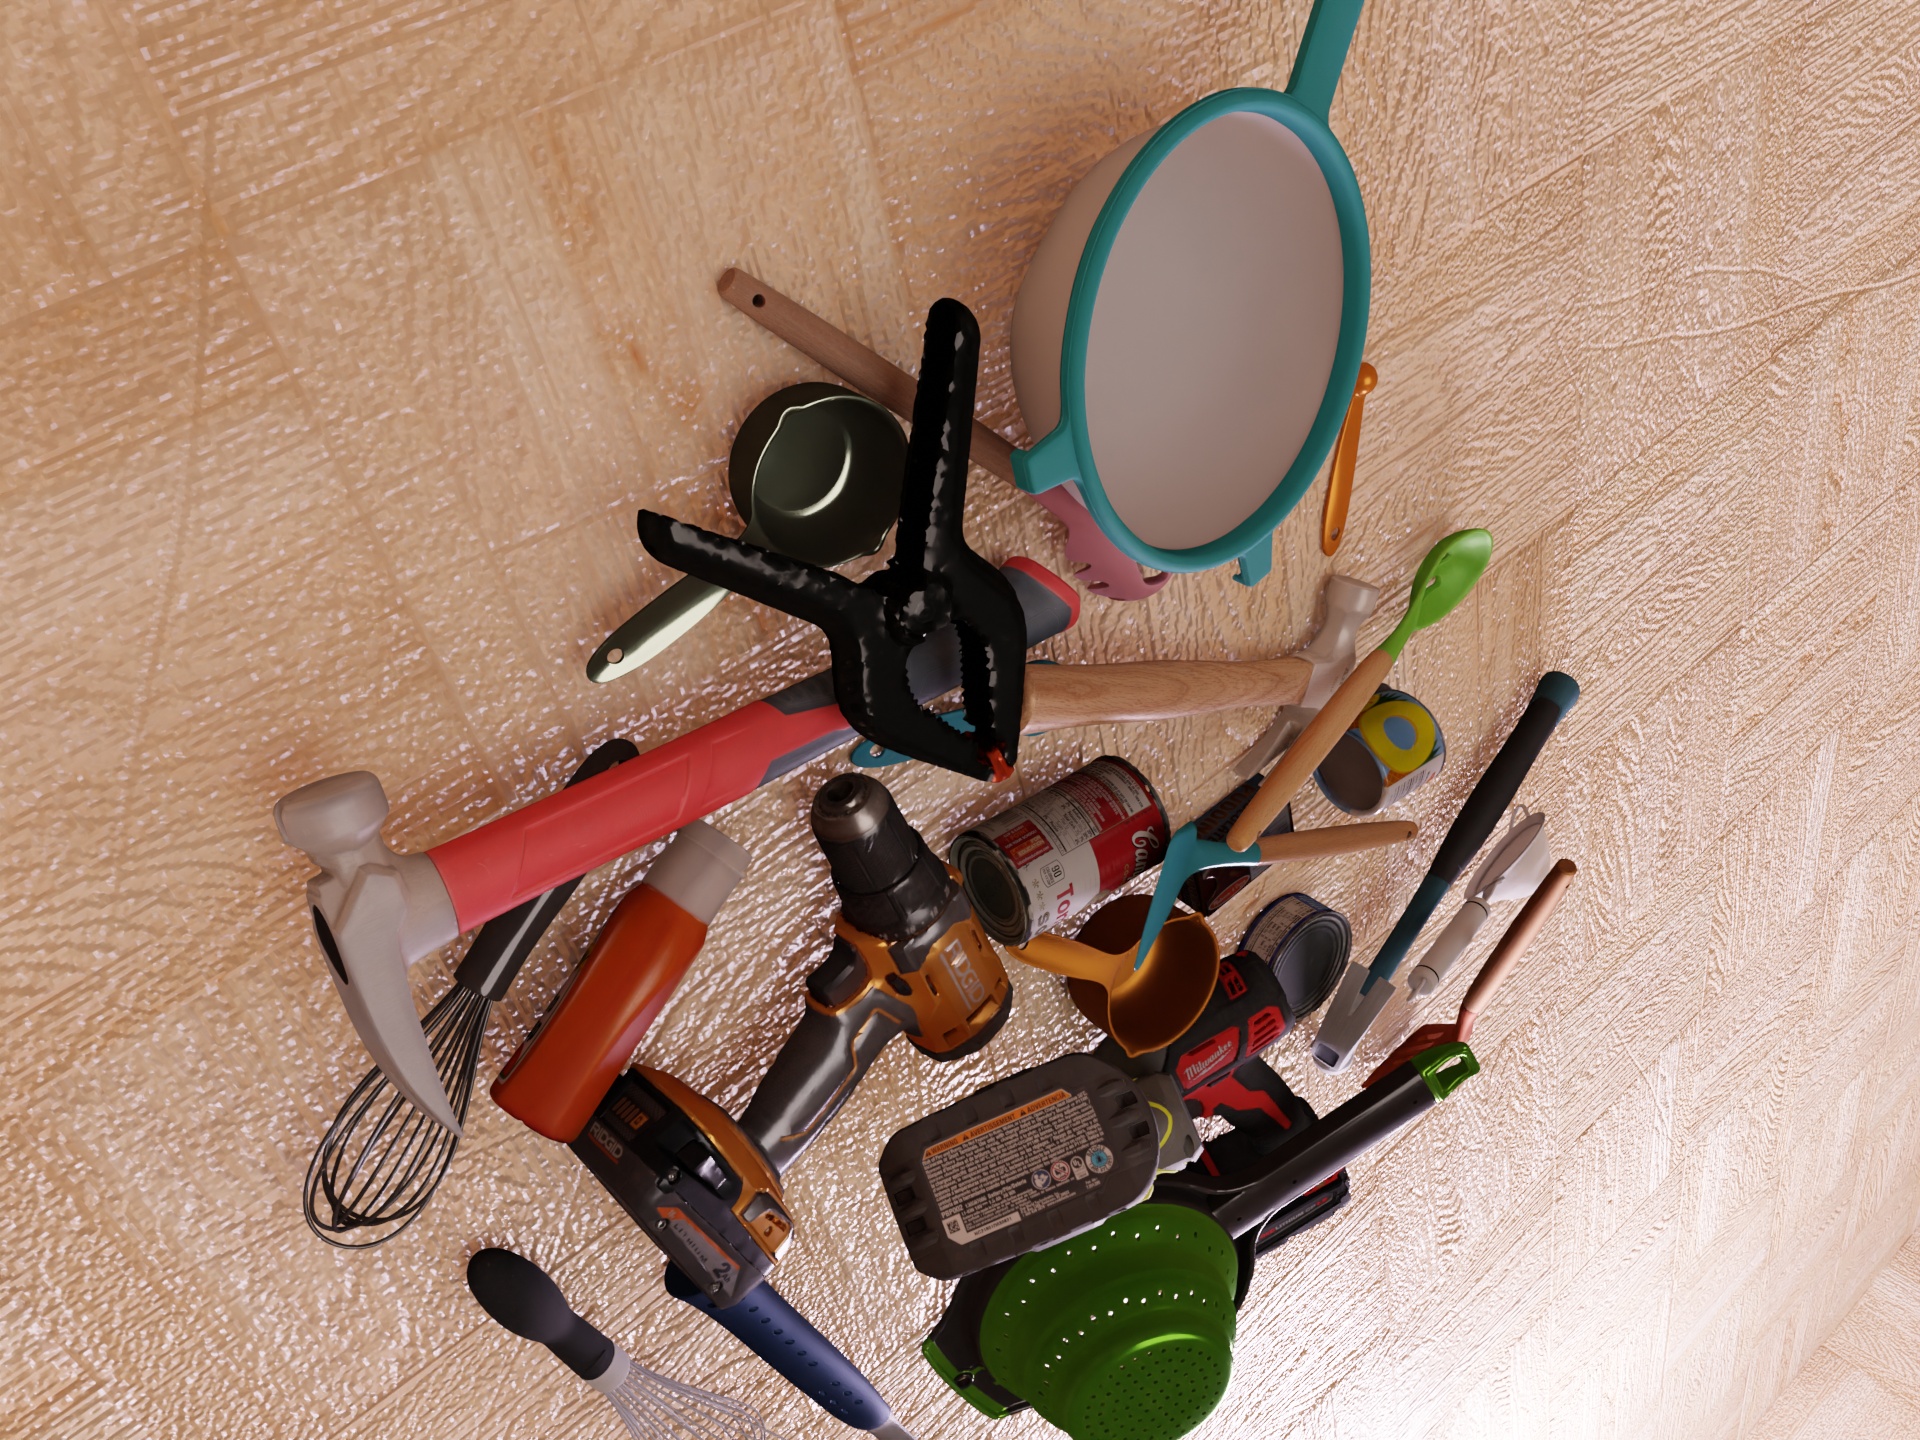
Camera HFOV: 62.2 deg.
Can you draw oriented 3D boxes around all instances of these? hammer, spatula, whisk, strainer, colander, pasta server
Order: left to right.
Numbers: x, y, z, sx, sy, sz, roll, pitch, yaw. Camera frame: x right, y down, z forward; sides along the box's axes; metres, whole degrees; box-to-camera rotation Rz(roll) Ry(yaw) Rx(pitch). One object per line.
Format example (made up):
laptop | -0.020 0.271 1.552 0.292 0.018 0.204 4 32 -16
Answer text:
whisk | -0.200 0.113 0.670 0.055 0.055 0.239 36 82 -46
whisk | -0.166 0.346 0.820 0.070 0.070 0.284 -42 129 -16
hammer | -0.086 0.025 0.693 0.386 0.038 0.143 -27 110 -36
hammer | -0.043 0.414 0.941 0.144 0.035 0.405 -19 129 17
pasta server | 0.009 -0.127 0.743 0.316 0.040 0.060 25 94 -42
hammer | 0.127 -0.016 0.867 0.331 0.031 0.130 -5 116 -50
strainer | 0.112 -0.241 0.729 0.210 0.095 0.340 14 96 -48
colander | 0.170 0.338 0.985 0.397 0.095 0.204 -34 123 2
spatula | 0.199 0.084 0.961 0.317 0.044 0.082 -3 113 -44
hammer | 0.349 0.105 1.141 0.331 0.033 0.128 -55 160 -11
spatula | 0.360 0.182 1.119 0.081 0.041 0.322 -34 153 -26
strainer | 0.372 0.134 1.137 0.258 0.050 0.086 -34 164 -44

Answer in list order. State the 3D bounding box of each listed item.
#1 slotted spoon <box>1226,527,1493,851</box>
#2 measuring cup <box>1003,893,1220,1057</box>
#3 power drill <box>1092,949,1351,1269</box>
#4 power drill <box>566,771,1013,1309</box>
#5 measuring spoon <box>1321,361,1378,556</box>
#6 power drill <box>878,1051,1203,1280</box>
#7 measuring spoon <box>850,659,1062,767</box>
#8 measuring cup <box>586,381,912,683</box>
slotted spoon | 0.241 -0.024 0.951 0.314 0.031 0.070 -45 149 -34
measuring cup | 0.075 0.135 0.923 0.173 0.052 0.095 22 95 -38
power drill | 0.165 0.257 1.038 0.143 0.079 0.219 -29 126 -3
power drill | -0.081 0.148 0.771 0.226 0.084 0.185 -43 134 -22
measuring spoon | 0.229 -0.151 0.931 0.021 0.011 0.116 -14 120 -36
power drill | 0.040 0.244 0.861 0.171 0.080 0.223 -24 161 4
measuring spoon | -0.001 -0.003 0.809 0.128 0.021 0.042 -18 124 -23
measuring cup | -0.096 -0.077 0.671 0.167 0.038 0.083 -40 132 -7
